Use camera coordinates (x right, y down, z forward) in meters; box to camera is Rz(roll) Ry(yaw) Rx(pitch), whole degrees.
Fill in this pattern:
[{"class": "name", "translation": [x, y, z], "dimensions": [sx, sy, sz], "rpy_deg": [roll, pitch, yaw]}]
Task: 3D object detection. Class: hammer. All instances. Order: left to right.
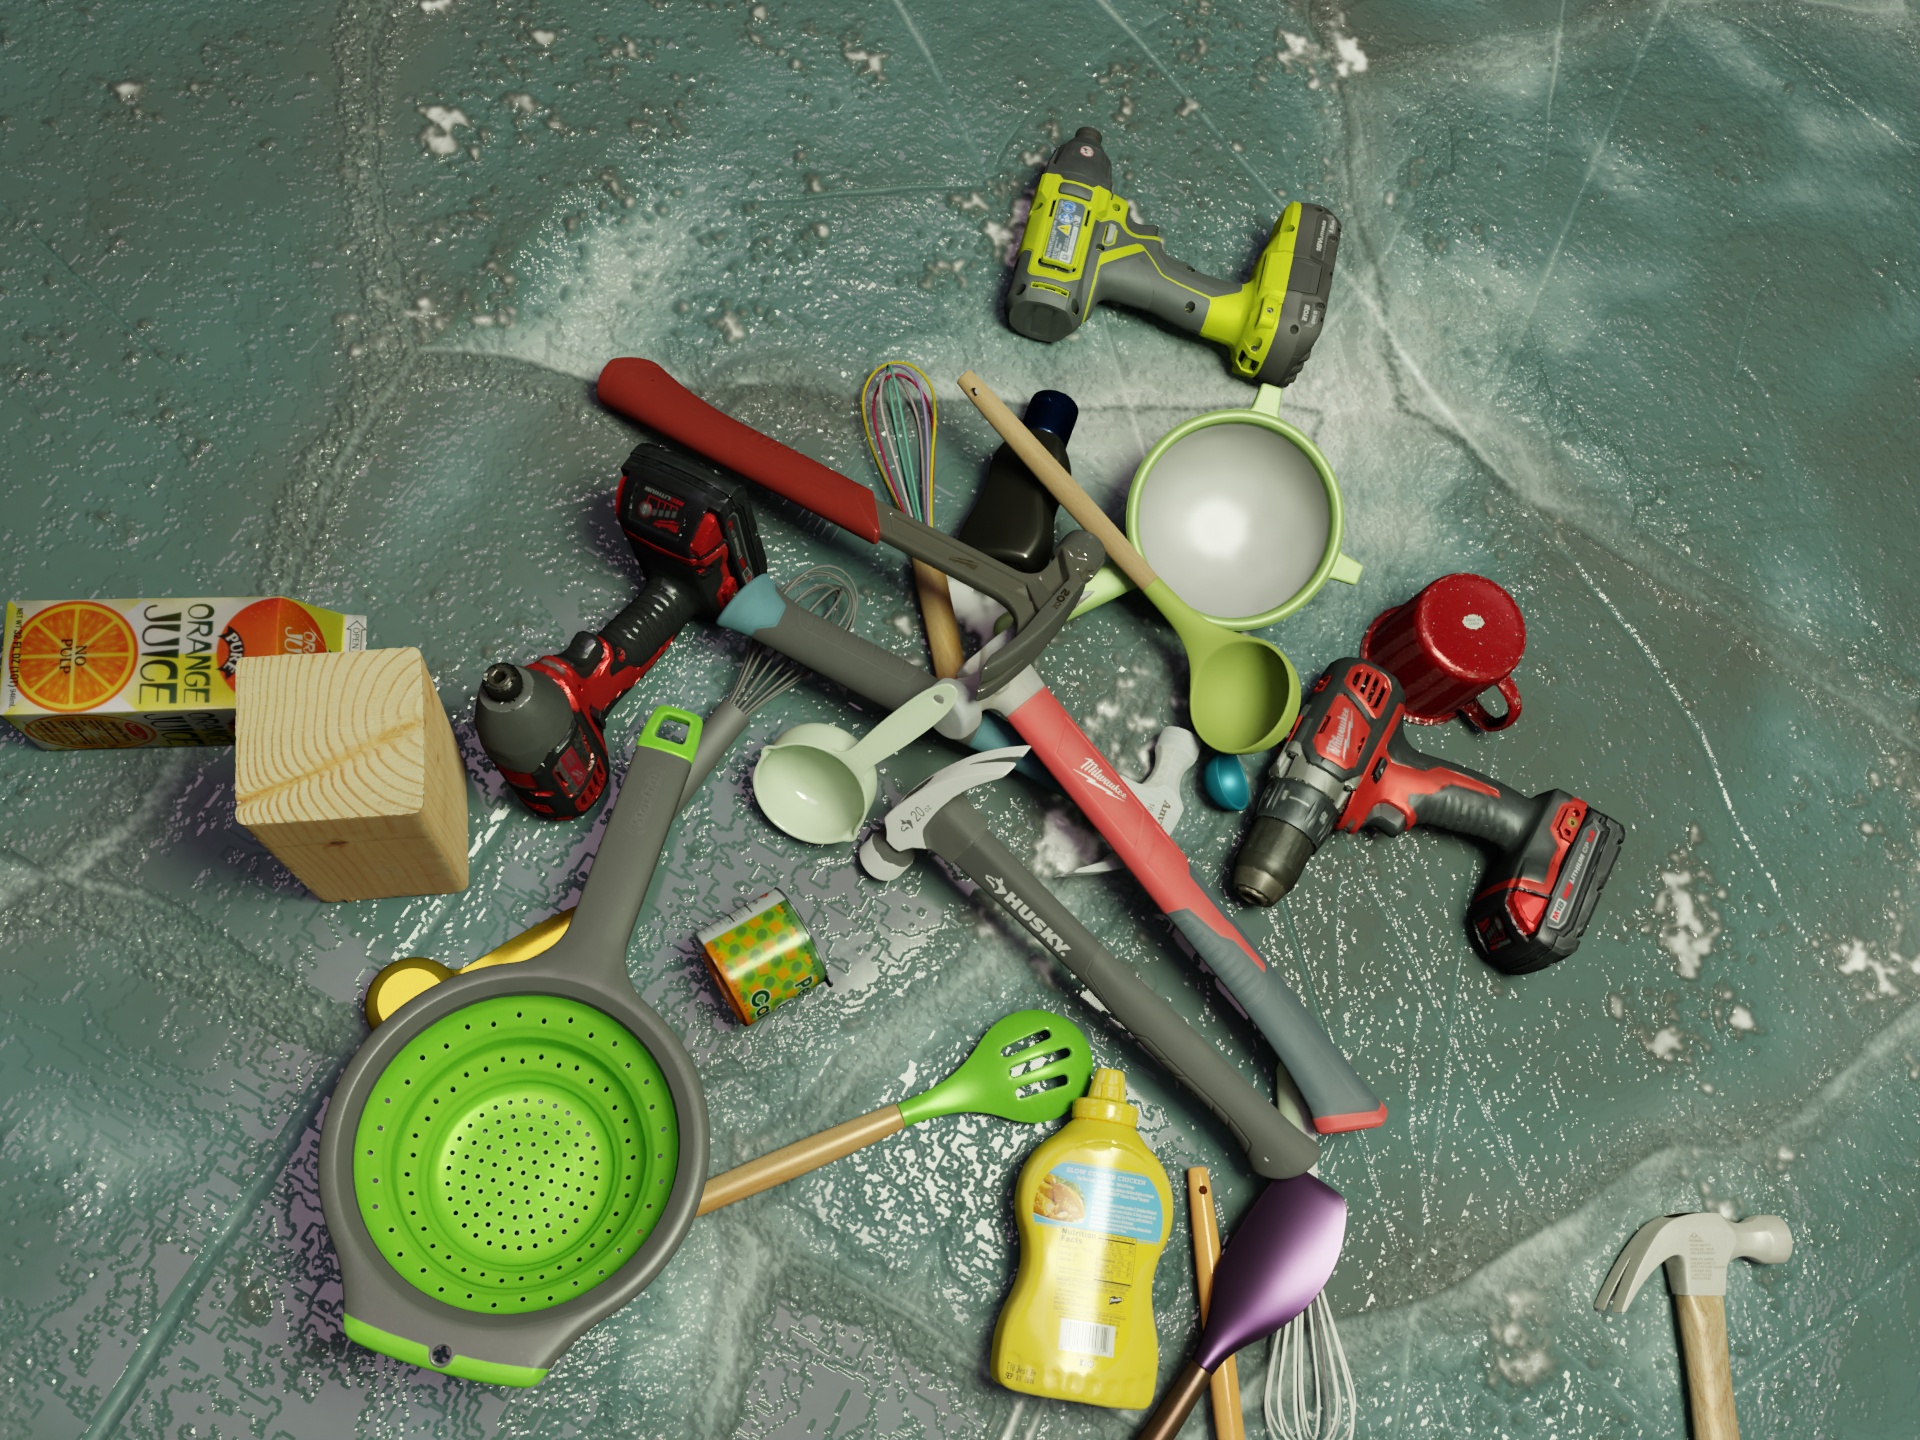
[{"class": "hammer", "translation": [-0.092, -0.142, 1.030], "dimensions": [0.359, 0.036, 0.149], "rpy_deg": [29, 51, 15]}, {"class": "hammer", "translation": [-0.002, -0.003, 1.027], "dimensions": [0.331, 0.033, 0.128], "rpy_deg": [28, 69, -13]}, {"class": "hammer", "translation": [0.093, 0.156, 0.978], "dimensions": [0.335, 0.146, 0.035], "rpy_deg": [44, 42, 1]}, {"class": "hammer", "translation": [0.146, 0.096, 1.010], "dimensions": [0.143, 0.038, 0.386], "rpy_deg": [-38, 89, -31]}, {"class": "hammer", "translation": [0.475, 0.481, 0.995], "dimensions": [0.130, 0.031, 0.331], "rpy_deg": [4, 72, -10]}]

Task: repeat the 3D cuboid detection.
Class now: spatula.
[{"class": "spatula", "translation": [0.130, 0.406, 0.941], "dimensions": [0.060, 0.018, 0.316], "rpy_deg": [32, 76, 27]}, {"class": "spatula", "translation": [0.160, 0.436, 0.956], "dimensions": [0.081, 0.041, 0.323], "rpy_deg": [0, 69, -10]}]

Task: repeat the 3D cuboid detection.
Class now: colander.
[{"class": "colander", "translation": [-0.228, 0.177, 0.932], "dimensions": [0.204, 0.094, 0.397], "rpy_deg": [18, 62, -5]}]

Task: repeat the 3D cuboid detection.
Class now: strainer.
[{"class": "strainer", "translation": [0.139, -0.115, 1.112], "dimensions": [0.256, 0.069, 0.151], "rpy_deg": [-26, 93, 1]}]

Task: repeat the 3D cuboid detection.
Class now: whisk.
[{"class": "whisk", "translation": [-0.147, -0.006, 1.026], "dimensions": [0.055, 0.055, 0.239], "rpy_deg": [37, 74, 2]}, {"class": "whisk", "translation": [-0.025, -0.136, 1.092], "dimensions": [0.047, 0.051, 0.245], "rpy_deg": [-8, 77, -19]}, {"class": "whisk", "translation": [0.213, 0.331, 0.987], "dimensions": [0.057, 0.059, 0.246], "rpy_deg": [25, 59, -43]}]

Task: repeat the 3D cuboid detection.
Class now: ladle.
[{"class": "ladle", "translation": [0.105, -0.108, 1.050], "dimensions": [0.078, 0.062, 0.320], "rpy_deg": [-42, 90, 23]}]

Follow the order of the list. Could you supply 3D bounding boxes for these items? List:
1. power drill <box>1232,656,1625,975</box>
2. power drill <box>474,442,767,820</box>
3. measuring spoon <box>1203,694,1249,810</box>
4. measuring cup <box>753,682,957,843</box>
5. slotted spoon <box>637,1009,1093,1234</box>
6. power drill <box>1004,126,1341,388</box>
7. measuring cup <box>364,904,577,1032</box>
[{"class": "power drill", "translation": [0.305, 0.084, 1.068], "dimensions": [0.227, 0.080, 0.188], "rpy_deg": [31, 70, 3]}, {"class": "power drill", "translation": [-0.214, -0.055, 0.976], "dimensions": [0.078, 0.143, 0.220], "rpy_deg": [25, 67, 16]}, {"class": "measuring spoon", "translation": [0.174, 0.004, 1.098], "dimensions": [0.042, 0.021, 0.129], "rpy_deg": [25, 52, -46]}, {"class": "measuring cup", "translation": [-0.058, 0.015, 0.985], "dimensions": [0.083, 0.167, 0.038], "rpy_deg": [47, 32, -13]}, {"class": "slotted spoon", "translation": [-0.060, 0.253, 0.970], "dimensions": [0.313, 0.031, 0.070], "rpy_deg": [-19, 75, -14]}, {"class": "power drill", "translation": [0.157, -0.344, 1.175], "dimensions": [0.223, 0.080, 0.171], "rpy_deg": [15, 71, -2]}, {"class": "measuring cup", "translation": [-0.283, 0.147, 0.958], "dimensions": [0.156, 0.029, 0.062], "rpy_deg": [-28, 80, -16]}]
